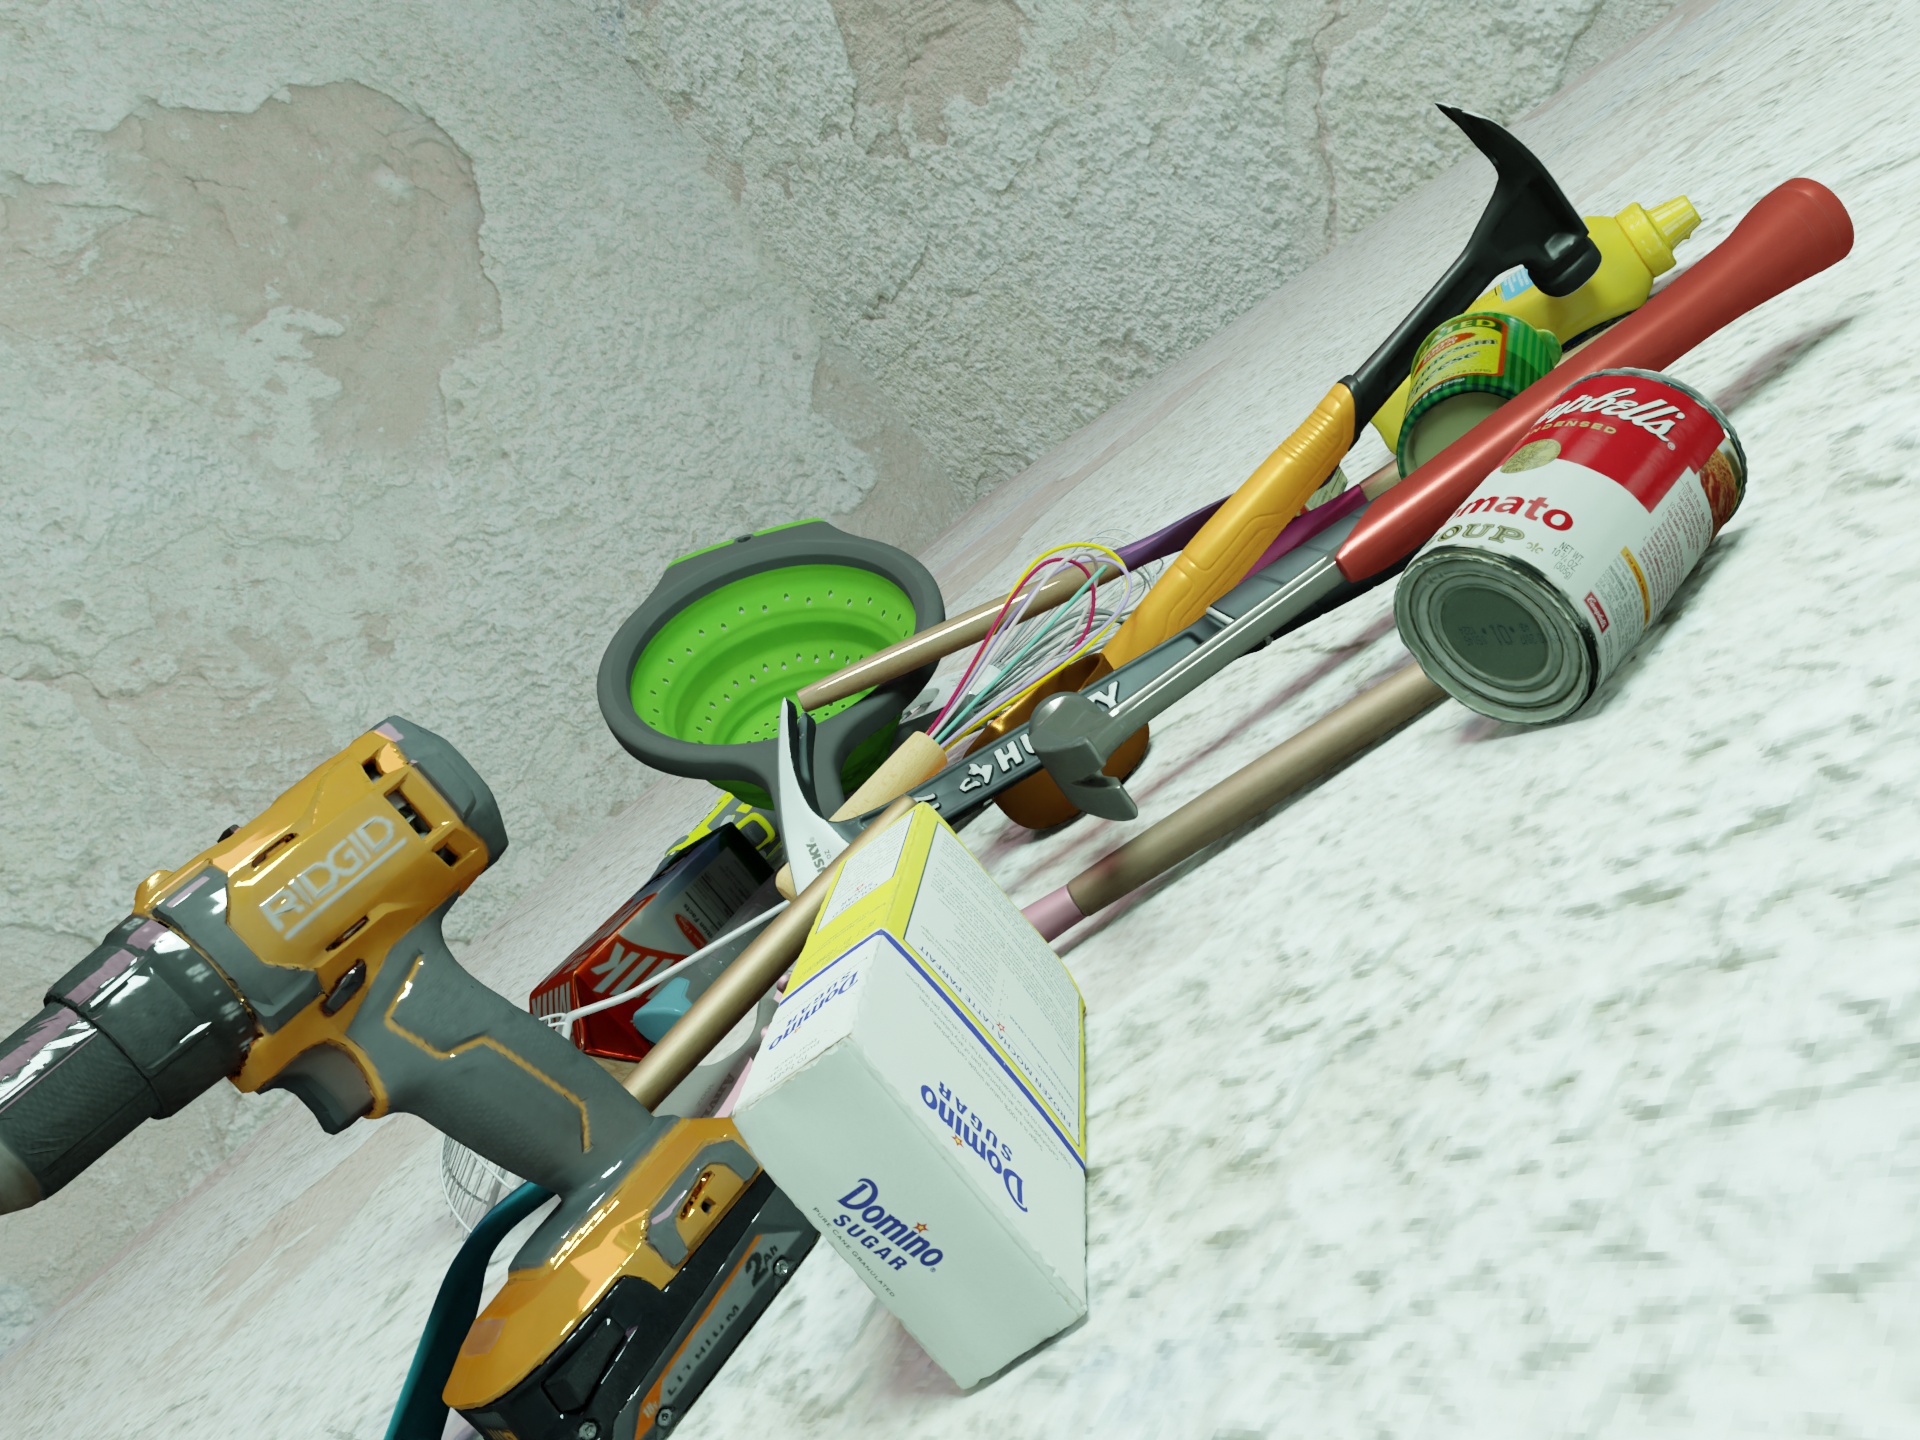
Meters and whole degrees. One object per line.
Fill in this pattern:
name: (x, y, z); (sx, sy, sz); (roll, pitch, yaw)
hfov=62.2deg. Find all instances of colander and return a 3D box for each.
colander: (-0.083, 0.035, 0.873); (0.204, 0.094, 0.398); (-17, 40, -3)

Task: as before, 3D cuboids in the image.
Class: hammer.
hammer: (0.173, -0.139, 0.797); (0.337, 0.127, 0.034); (-50, 39, 10)
hammer: (-0.078, 0.075, 0.994); (0.128, 0.033, 0.331); (-2, 38, 50)
hammer: (0.179, -0.084, 0.585); (0.359, 0.036, 0.149); (-36, 6, -1)
hammer: (-0.205, 0.169, 0.748); (0.331, 0.031, 0.130); (-3, 44, 42)
hammer: (0.098, -0.033, 0.677); (0.409, 0.149, 0.036); (-31, -28, 9)

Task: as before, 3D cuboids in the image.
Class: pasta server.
pasta server: (0.063, 0.051, 0.586); (0.316, 0.060, 0.040); (-34, -29, 14)

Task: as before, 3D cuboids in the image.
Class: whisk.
whisk: (0.009, -0.008, 0.959); (0.239, 0.055, 0.055); (-26, 13, 22)
whisk: (-0.003, -0.003, 0.773); (0.245, 0.047, 0.051); (-46, 12, -21)
whisk: (0.042, -0.045, 1.125); (0.284, 0.070, 0.070); (-37, 7, 44)

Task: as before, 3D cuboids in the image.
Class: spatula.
spatula: (-0.113, 0.149, 0.613); (0.317, 0.044, 0.082); (-47, -13, -21)
spatula: (0.059, -0.074, 0.847); (0.316, 0.018, 0.059); (-24, -13, -3)

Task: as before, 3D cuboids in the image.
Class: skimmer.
skimmer: (-0.120, 0.149, 0.862); (0.363, 0.090, 0.127); (-31, 4, -16)

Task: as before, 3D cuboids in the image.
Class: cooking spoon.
cooking spoon: (0.233, -0.132, 0.828); (0.319, 0.017, 0.069); (-31, 35, 21)

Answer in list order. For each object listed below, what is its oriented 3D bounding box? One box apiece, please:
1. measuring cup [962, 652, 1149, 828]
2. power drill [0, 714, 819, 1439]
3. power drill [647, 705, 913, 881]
measuring cup: (0.023, 0.040, 0.761); (0.174, 0.052, 0.095); (-45, 11, -27)
power drill: (-0.172, 0.133, 0.493); (0.084, 0.226, 0.185); (-29, 13, 48)
power drill: (-0.140, 0.074, 1.173); (0.228, 0.080, 0.191); (-36, 9, 32)
